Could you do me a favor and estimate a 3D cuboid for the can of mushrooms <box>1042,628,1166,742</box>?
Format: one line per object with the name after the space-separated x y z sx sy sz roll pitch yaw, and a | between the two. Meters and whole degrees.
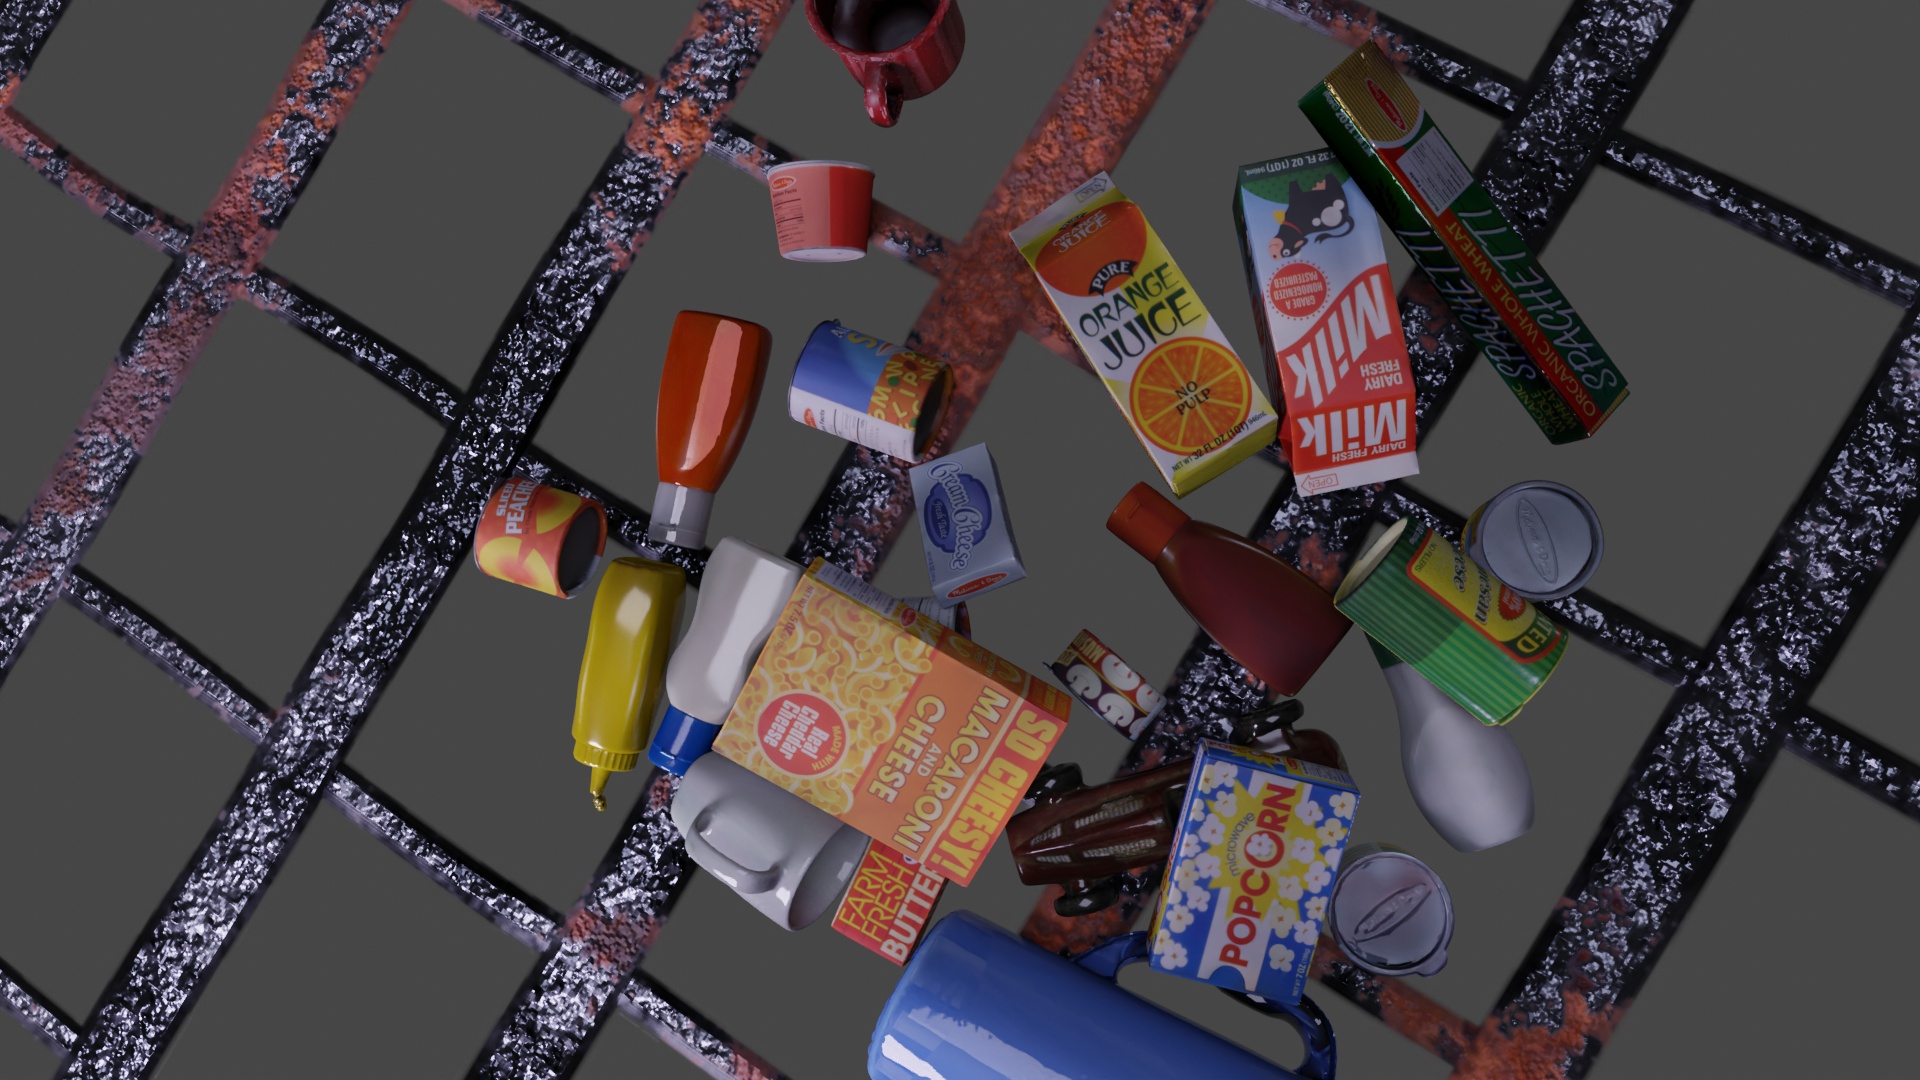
0.085 0.083 0.811 0.071 0.071 0.033 41 92 11 | can of mushrooms

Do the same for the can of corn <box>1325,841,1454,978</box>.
0.238 0.206 0.775 0.071 0.058 0.071 -1 84 10 | can of corn

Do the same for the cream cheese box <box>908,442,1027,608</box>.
0.003 -0.010 0.832 0.053 0.024 0.104 -20 45 7 | cream cheese box

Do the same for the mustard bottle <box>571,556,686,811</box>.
-0.212 0.091 0.867 0.049 0.065 0.160 14 90 7 | mustard bottle

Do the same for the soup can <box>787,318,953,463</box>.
-0.054 -0.094 0.857 0.084 0.071 0.071 20 88 11 | soup can

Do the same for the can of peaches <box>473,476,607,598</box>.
-0.266 -0.003 0.883 0.058 0.071 0.071 16 87 11 | can of peaches

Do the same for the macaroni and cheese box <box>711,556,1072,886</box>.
-0.038 0.103 0.790 0.166 0.040 0.123 29 108 -1 | macaroni and cheese box

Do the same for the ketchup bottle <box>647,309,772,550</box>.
-0.166 -0.069 0.885 0.065 0.043 0.149 12 86 12 | ketchup bottle

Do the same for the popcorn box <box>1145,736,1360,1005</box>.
0.158 0.179 0.760 0.085 0.038 0.126 14 98 1 | popcorn box

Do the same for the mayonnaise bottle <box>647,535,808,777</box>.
-0.150 0.074 0.869 0.065 0.041 0.148 24 90 13 | mayonnaise bottle

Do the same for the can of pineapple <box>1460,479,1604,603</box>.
0.318 0.002 0.783 0.071 0.058 0.071 -1 84 10 | can of pineapple

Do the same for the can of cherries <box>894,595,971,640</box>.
-0.026 0.067 0.837 0.058 0.071 0.071 -4 84 9 | can of cherries

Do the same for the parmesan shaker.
0.261 0.043 0.744 0.103 0.071 0.071 38 92 5 | parmesan shaker

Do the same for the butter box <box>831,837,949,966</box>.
-0.033 0.199 0.842 0.053 0.024 0.103 25 89 12 | butter box

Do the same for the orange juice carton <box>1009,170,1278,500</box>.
0.107 -0.126 0.827 0.072 0.073 0.193 -32 79 6 | orange juice carton

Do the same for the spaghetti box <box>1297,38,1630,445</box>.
0.283 -0.163 0.777 0.050 0.028 0.250 -42 97 -25 | spaghetti box

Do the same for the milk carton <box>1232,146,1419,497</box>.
0.212 -0.124 0.808 0.072 0.073 0.190 -11 82 7 | milk carton

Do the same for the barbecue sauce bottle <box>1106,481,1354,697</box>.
0.154 0.023 0.818 0.149 0.043 0.065 39 93 12 | barbecue sauce bottle

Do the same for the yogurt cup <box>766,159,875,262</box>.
-0.087 -0.207 0.877 0.072 0.072 0.054 -1 92 10 | yogurt cup

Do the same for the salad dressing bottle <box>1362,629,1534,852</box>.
0.272 0.100 0.789 0.064 0.044 0.148 -24 79 9 | salad dressing bottle
